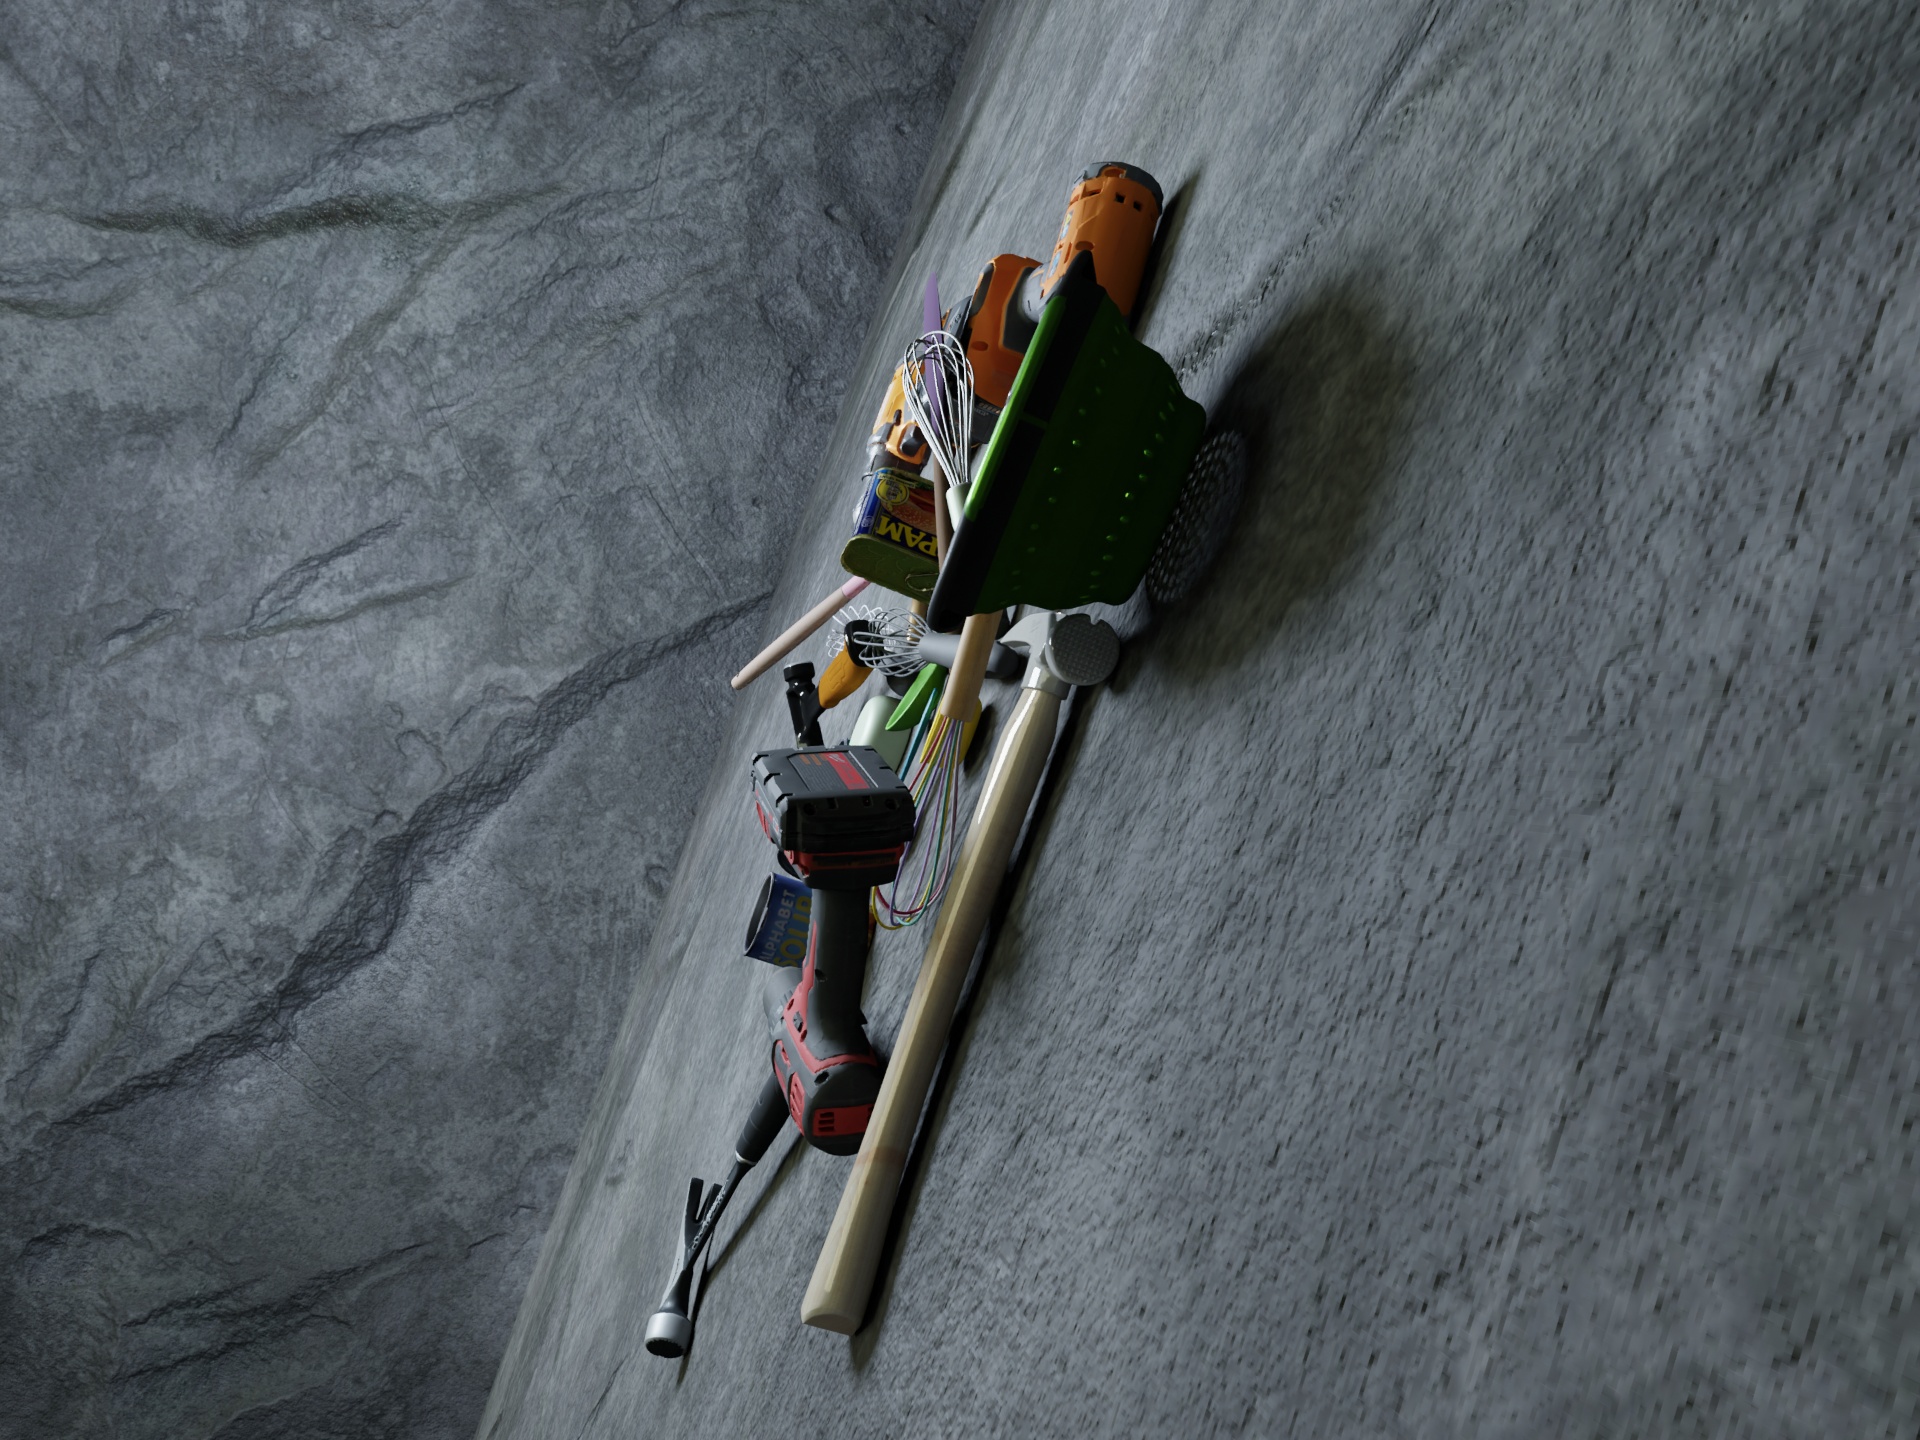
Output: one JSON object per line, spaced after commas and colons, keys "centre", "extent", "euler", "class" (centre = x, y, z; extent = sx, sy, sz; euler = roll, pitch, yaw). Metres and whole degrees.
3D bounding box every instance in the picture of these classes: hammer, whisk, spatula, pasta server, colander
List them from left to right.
{"centre": [-0.167, 0.340, 1.231], "extent": [0.149, 0.036, 0.408], "euler": [-82, 15, -48], "class": "hammer"}
{"centre": [-0.114, -0.023, 1.441], "extent": [0.337, 0.034, 0.127], "euler": [143, 117, -73], "class": "hammer"}
{"centre": [-0.115, -0.101, 1.479], "extent": [0.316, 0.040, 0.060], "euler": [-35, 24, 38], "class": "pasta server"}
{"centre": [-0.071, -0.059, 1.433], "extent": [0.070, 0.070, 0.285], "euler": [-69, 18, 6], "class": "whisk"}
{"centre": [-0.017, -0.049, 1.132], "extent": [0.239, 0.055, 0.055], "euler": [15, 85, 64], "class": "whisk"}
{"centre": [-0.011, 0.019, 1.018], "extent": [0.051, 0.047, 0.245], "euler": [-152, 78, -69], "class": "whisk"}
{"centre": [-0.013, -0.185, 1.205], "extent": [0.059, 0.018, 0.316], "euler": [136, 131, -73], "class": "spatula"}
{"centre": [-0.009, 0.137, 0.891], "extent": [0.146, 0.038, 0.410], "euler": [-172, 101, -79], "class": "hammer"}
{"centre": [-0.001, -0.170, 1.135], "extent": [0.059, 0.057, 0.246], "euler": [-25, 68, 33], "class": "whisk"}
{"centre": [0.064, -0.125, 0.890], "extent": [0.397, 0.094, 0.204], "euler": [-55, -13, -89], "class": "colander"}

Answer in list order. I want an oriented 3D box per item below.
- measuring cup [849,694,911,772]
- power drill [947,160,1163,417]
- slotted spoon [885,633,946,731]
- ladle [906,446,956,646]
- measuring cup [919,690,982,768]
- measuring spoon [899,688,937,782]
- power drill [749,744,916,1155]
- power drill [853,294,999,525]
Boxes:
{"centre": [-0.077, 0.004, 1.382], "extent": [0.168, 0.038, 0.083], "euler": [-122, 53, -72], "class": "measuring cup"}
{"centre": [0.063, -0.286, 1.149], "extent": [0.226, 0.084, 0.164], "euler": [169, 118, -72], "class": "power drill"}
{"centre": [0.006, -0.131, 1.273], "extent": [0.070, 0.031, 0.314], "euler": [150, 140, -71], "class": "slotted spoon"}
{"centre": [-0.021, -0.198, 1.493], "extent": [0.069, 0.031, 0.316], "euler": [-46, 28, 52], "class": "ladle"}
{"centre": [-0.002, -0.004, 1.129], "extent": [0.156, 0.029, 0.062], "euler": [-71, 2, -79], "class": "measuring cup"}
{"centre": [-0.031, 0.038, 1.161], "extent": [0.042, 0.021, 0.128], "euler": [-87, 16, -75], "class": "measuring spoon"}
{"centre": [-0.088, 0.131, 0.991], "extent": [0.188, 0.080, 0.226], "euler": [-138, 47, -66], "class": "power drill"}
{"centre": [-0.028, -0.269, 1.444], "extent": [0.226, 0.084, 0.185], "euler": [-15, 53, 67], "class": "power drill"}
